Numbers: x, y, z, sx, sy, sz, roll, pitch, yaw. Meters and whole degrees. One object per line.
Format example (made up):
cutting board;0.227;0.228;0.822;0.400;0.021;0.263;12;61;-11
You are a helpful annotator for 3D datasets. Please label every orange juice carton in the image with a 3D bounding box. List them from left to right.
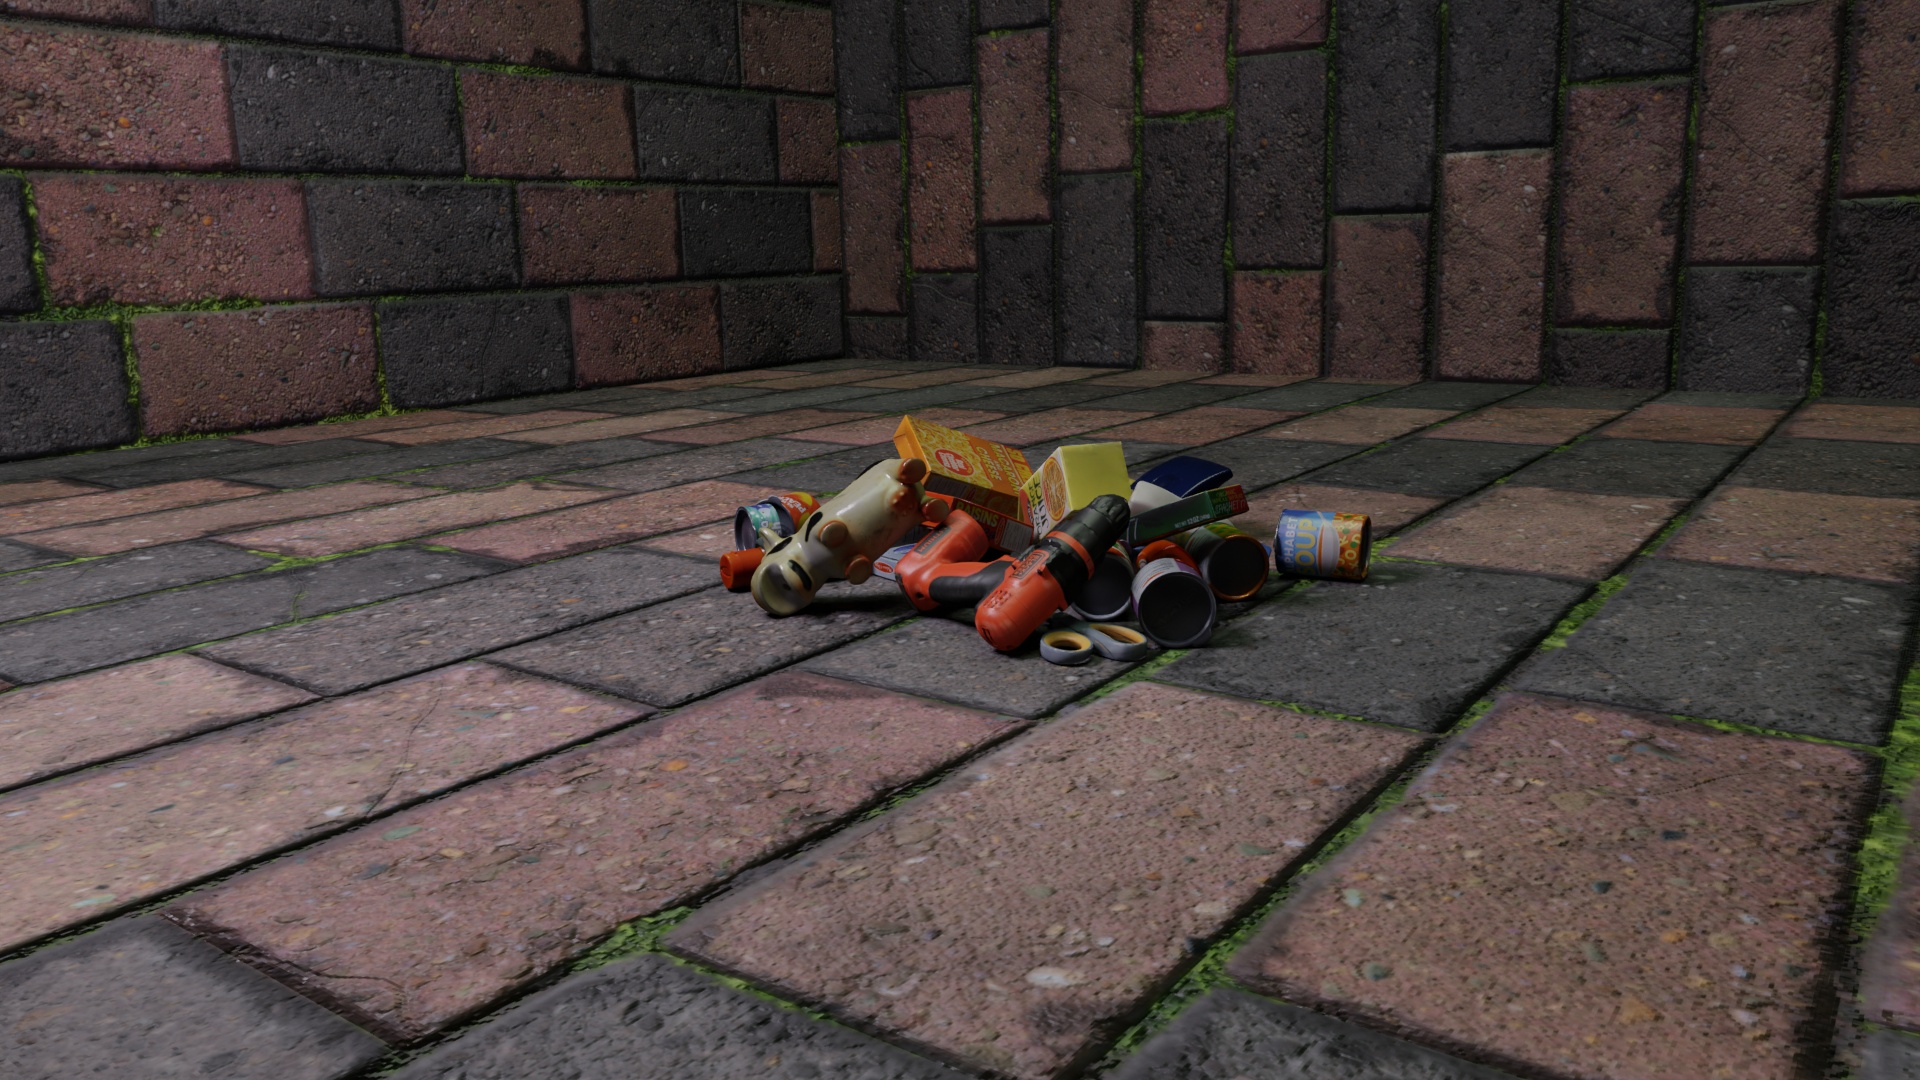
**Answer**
orange juice carton;0.118;-0.041;1.515;0.072;0.073;0.192;-6;-15;-16

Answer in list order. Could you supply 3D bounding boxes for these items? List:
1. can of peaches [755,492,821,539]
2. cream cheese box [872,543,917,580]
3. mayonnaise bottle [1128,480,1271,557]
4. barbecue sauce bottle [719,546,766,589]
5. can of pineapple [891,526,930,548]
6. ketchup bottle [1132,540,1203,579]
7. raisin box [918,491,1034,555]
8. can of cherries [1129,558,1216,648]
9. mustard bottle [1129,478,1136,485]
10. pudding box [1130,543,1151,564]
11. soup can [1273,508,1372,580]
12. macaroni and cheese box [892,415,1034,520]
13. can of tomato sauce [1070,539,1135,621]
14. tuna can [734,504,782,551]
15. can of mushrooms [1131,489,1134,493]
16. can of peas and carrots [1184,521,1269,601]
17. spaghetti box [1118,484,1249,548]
can of peaches;-0.193;-0.020;1.554;0.071;0.071;0.058;6;13;31
cream cheese box;-0.040;0.019;1.461;0.104;0.024;0.053;-11;16;-37
mayonnaise bottle;0.236;-0.006;1.390;0.148;0.064;0.041;24;56;7
barbecue sauce bottle;-0.172;0.020;1.429;0.149;0.043;0.065;-9;14;-30
can of pineapple;-0.076;-0.017;1.539;0.058;0.071;0.071;-11;15;-37
ketchup bottle;0.192;0.029;1.311;0.043;0.064;0.149;-29;4;1
raisin box;0.005;-0.019;1.498;0.123;0.040;0.086;20;-3;-41
can of cherries;0.182;0.055;1.185;0.071;0.071;0.058;-2;11;0
mustard bottle;0.183;-0.049;1.694;0.065;0.048;0.161;9;15;40
pudding box;0.198;0.015;1.440;0.084;0.030;0.050;-6;14;-19
soup can;0.361;0.004;1.384;0.084;0.071;0.071;5;13;26
macaroni and cheese box;0.012;-0.081;1.654;0.166;0.040;0.124;15;31;-29
can of tomato sauce;0.129;0.032;1.283;0.071;0.071;0.083;-1;13;2
tuna can;-0.217;-0.006;1.498;0.033;0.071;0.071;-7;13;-27
can of mushrooms;0.177;-0.025;1.532;0.033;0.071;0.071;-6;13;-27
can of peas and carrots;0.256;0.021;1.326;0.071;0.070;0.059;-4;13;-11
spaghetti box;0.168;-0.008;1.348;0.050;0.028;0.249;-11;-6;-39
